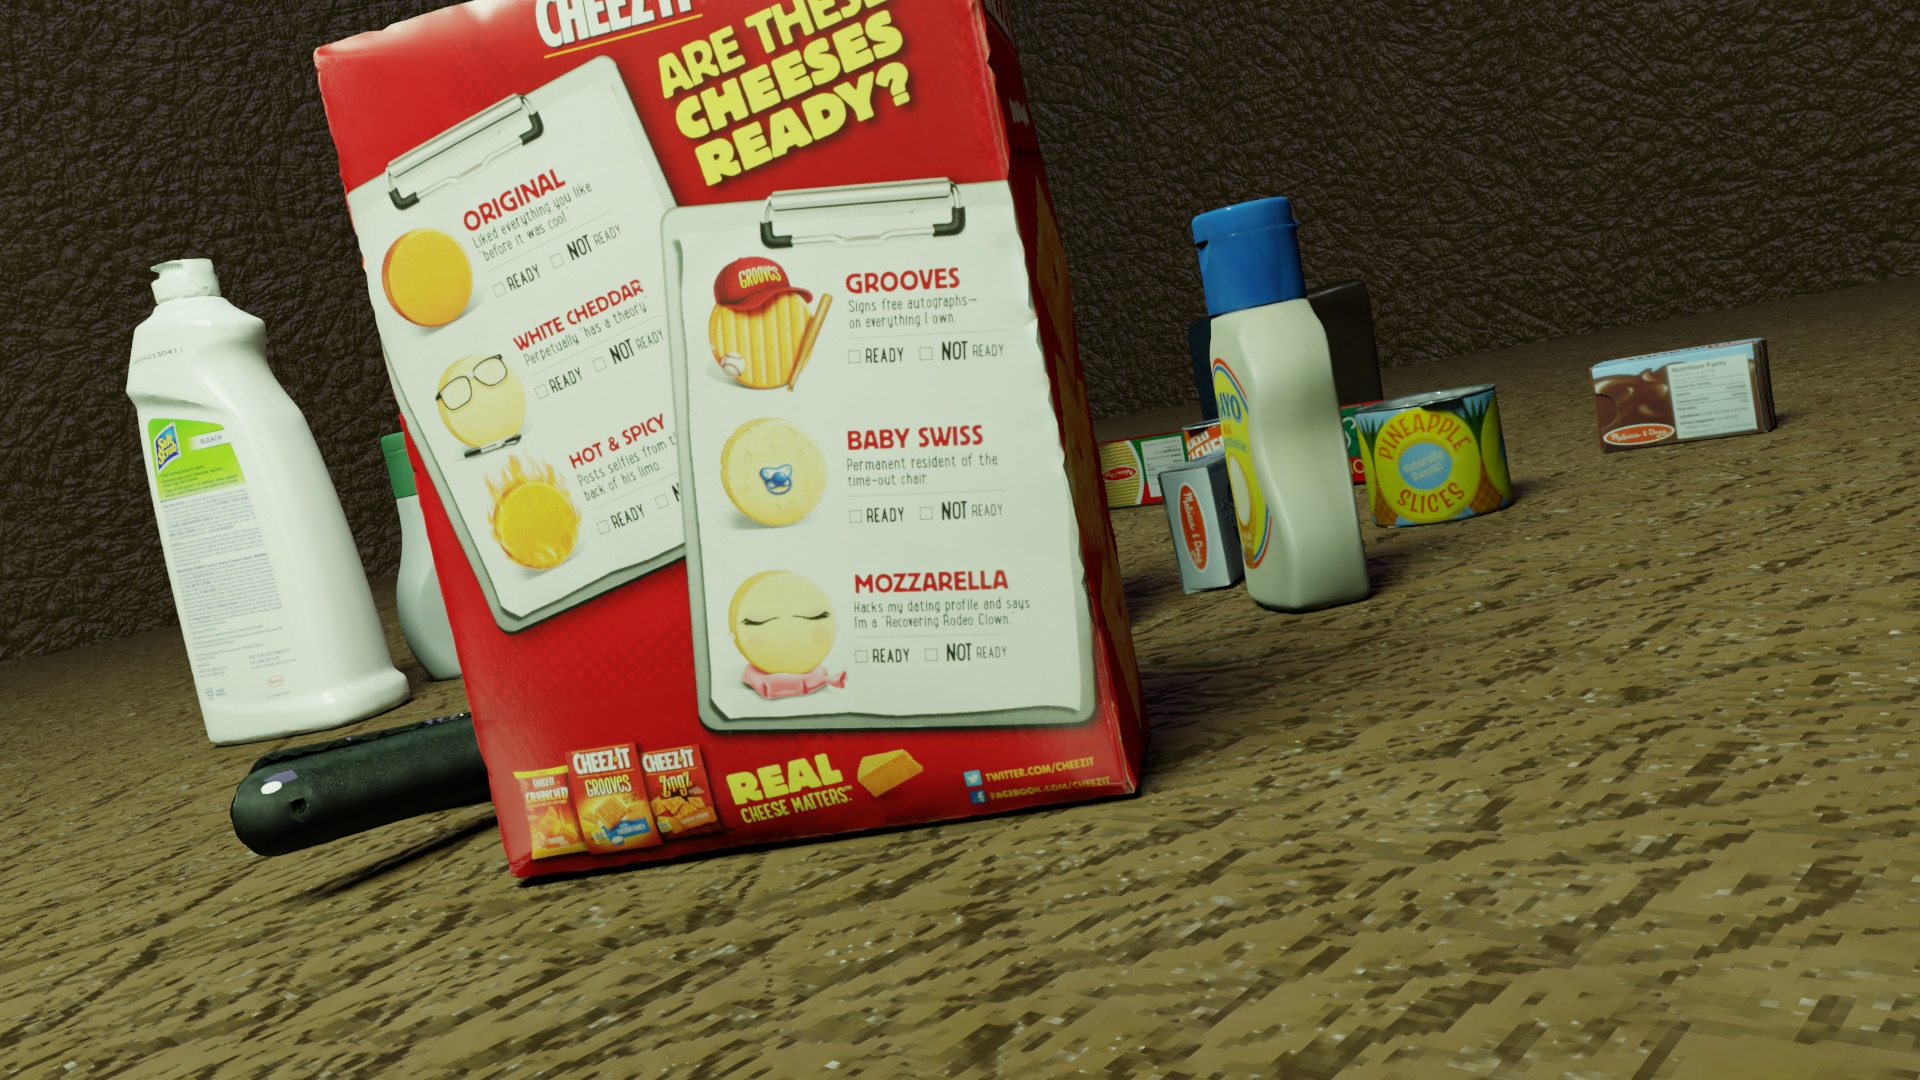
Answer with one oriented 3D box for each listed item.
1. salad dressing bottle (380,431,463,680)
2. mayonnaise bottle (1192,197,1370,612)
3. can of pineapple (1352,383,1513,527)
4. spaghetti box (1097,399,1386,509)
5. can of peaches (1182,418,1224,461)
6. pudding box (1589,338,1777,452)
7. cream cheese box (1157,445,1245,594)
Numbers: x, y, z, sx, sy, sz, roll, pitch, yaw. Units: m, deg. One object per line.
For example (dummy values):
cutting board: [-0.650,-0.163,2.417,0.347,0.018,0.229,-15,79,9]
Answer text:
salad dressing bottle: [-0.308,0.007,0.826,0.064,0.147,0.044,-16,7,-44]
mayonnaise bottle: [0.117,-0.050,0.517,0.041,0.148,0.065,-12,5,-4]
can of pineapple: [0.226,-0.040,0.664,0.071,0.057,0.071,-11,5,1]
spaghetti box: [0.183,-0.055,0.947,0.029,0.050,0.249,-16,7,-39]
can of peaches: [0.170,-0.046,0.842,0.071,0.058,0.071,-11,5,1]
pudding box: [0.391,-0.079,0.754,0.083,0.049,0.030,-7,7,40]
cream cheese box: [0.119,-0.013,0.626,0.024,0.053,0.104,-9,6,27]
